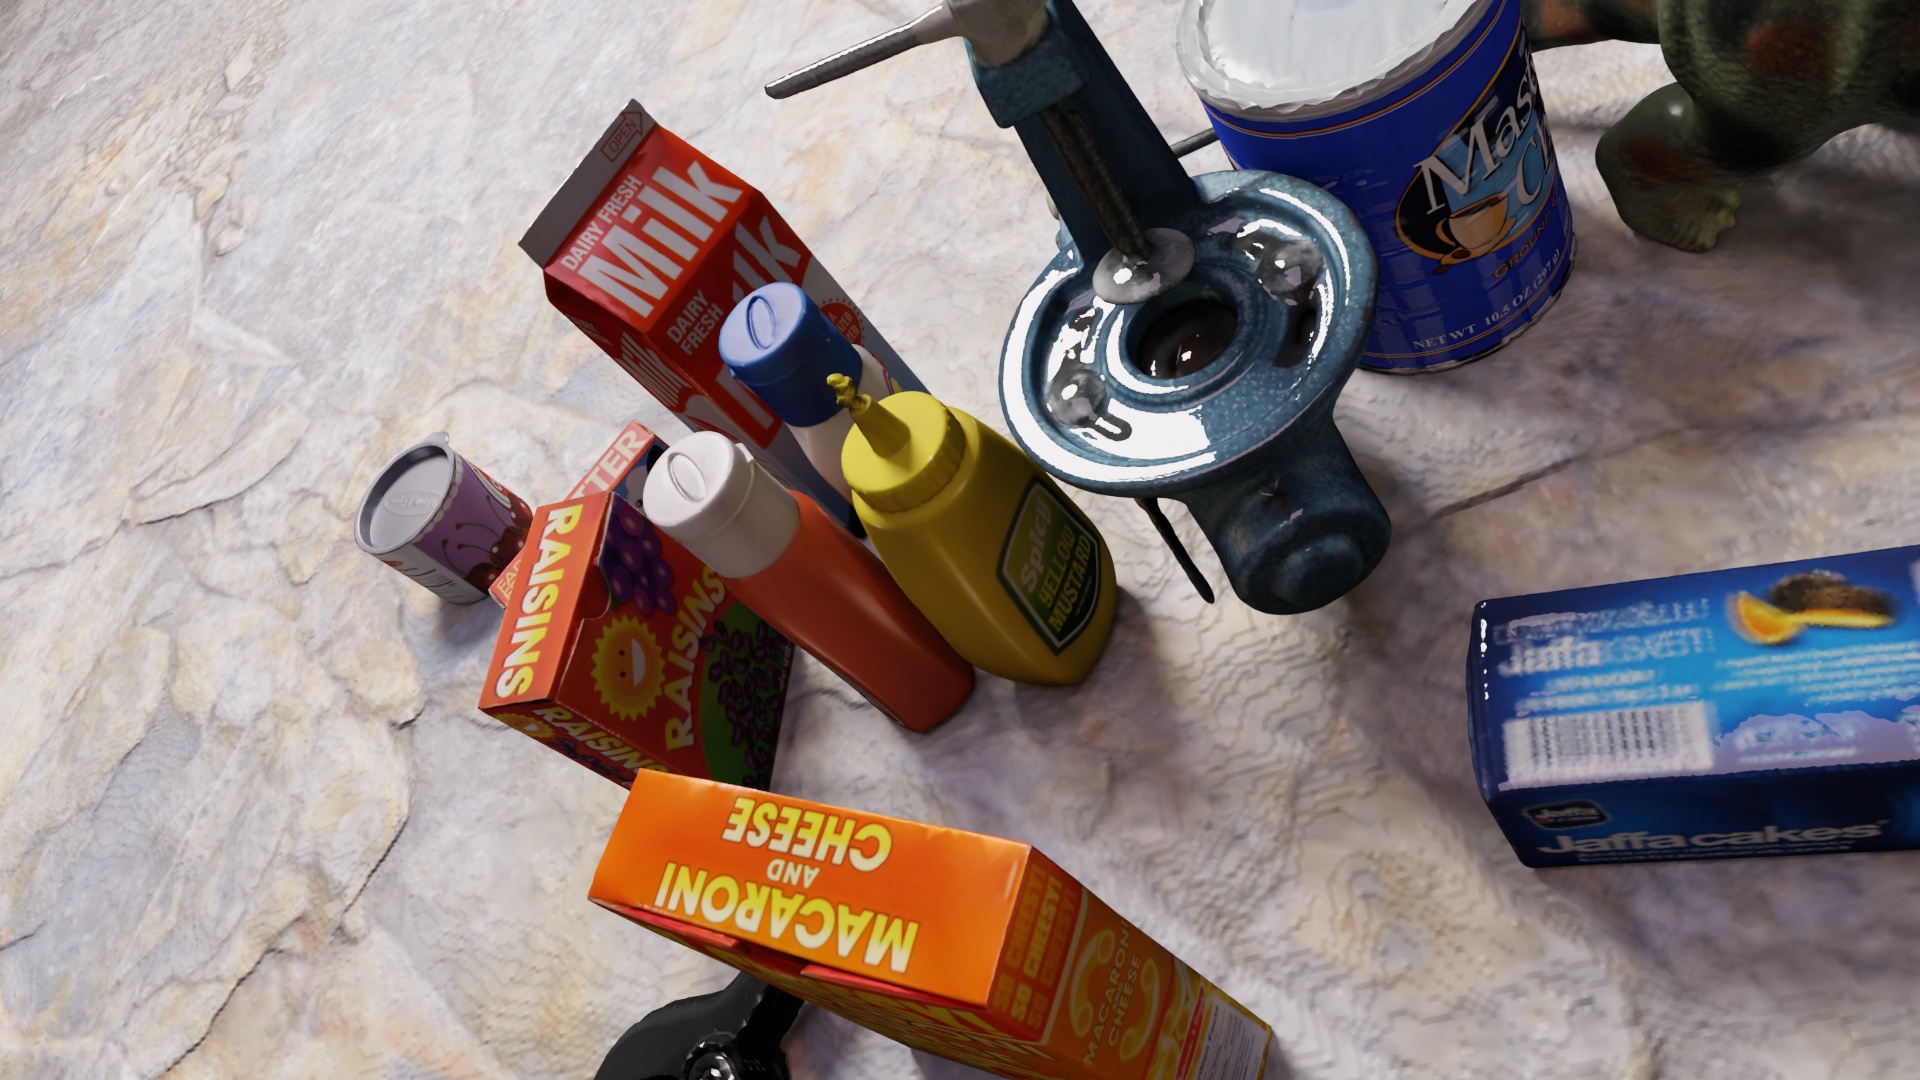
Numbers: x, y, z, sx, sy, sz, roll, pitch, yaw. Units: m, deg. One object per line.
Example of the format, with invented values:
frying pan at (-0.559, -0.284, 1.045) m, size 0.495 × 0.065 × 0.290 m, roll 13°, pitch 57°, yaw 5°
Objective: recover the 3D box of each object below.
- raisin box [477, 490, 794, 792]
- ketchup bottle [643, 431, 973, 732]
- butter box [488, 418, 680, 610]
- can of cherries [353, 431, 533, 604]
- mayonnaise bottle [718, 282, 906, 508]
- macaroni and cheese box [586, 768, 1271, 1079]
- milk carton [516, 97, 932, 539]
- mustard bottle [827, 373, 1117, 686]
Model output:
raisin box at (-0.118, 0.049, 0.533) m, size 0.040 × 0.123 × 0.086 m, roll -10°, pitch 56°, yaw 27°
ketchup bottle at (-0.052, 0.015, 0.496) m, size 0.043 × 0.148 × 0.065 m, roll -43°, pitch 47°, yaw 1°
butter box at (-0.163, 0.000, 0.642) m, size 0.103 × 0.053 × 0.024 m, roll -51°, pitch 48°, yaw -7°
can of cherries at (-0.261, -0.011, 0.708) m, size 0.071 × 0.058 × 0.072 m, roll -16°, pitch 53°, yaw 23°
mayonnaise bottle at (-0.032, -0.037, 0.519) m, size 0.041 × 0.147 × 0.065 m, roll -31°, pitch 49°, yaw 12°
macaroni and cheese box at (-0.001, 0.118, 0.382) m, size 0.123 × 0.166 × 0.040 m, roll 3°, pitch 63°, yaw 34°
milk carton at (-0.092, -0.085, 0.560) m, size 0.073 × 0.190 × 0.072 m, roll 23°, pitch 75°, yaw 41°
mustard bottle at (0.002, -0.006, 0.468) m, size 0.049 × 0.160 × 0.065 m, roll 4°, pitch 63°, yaw 35°
